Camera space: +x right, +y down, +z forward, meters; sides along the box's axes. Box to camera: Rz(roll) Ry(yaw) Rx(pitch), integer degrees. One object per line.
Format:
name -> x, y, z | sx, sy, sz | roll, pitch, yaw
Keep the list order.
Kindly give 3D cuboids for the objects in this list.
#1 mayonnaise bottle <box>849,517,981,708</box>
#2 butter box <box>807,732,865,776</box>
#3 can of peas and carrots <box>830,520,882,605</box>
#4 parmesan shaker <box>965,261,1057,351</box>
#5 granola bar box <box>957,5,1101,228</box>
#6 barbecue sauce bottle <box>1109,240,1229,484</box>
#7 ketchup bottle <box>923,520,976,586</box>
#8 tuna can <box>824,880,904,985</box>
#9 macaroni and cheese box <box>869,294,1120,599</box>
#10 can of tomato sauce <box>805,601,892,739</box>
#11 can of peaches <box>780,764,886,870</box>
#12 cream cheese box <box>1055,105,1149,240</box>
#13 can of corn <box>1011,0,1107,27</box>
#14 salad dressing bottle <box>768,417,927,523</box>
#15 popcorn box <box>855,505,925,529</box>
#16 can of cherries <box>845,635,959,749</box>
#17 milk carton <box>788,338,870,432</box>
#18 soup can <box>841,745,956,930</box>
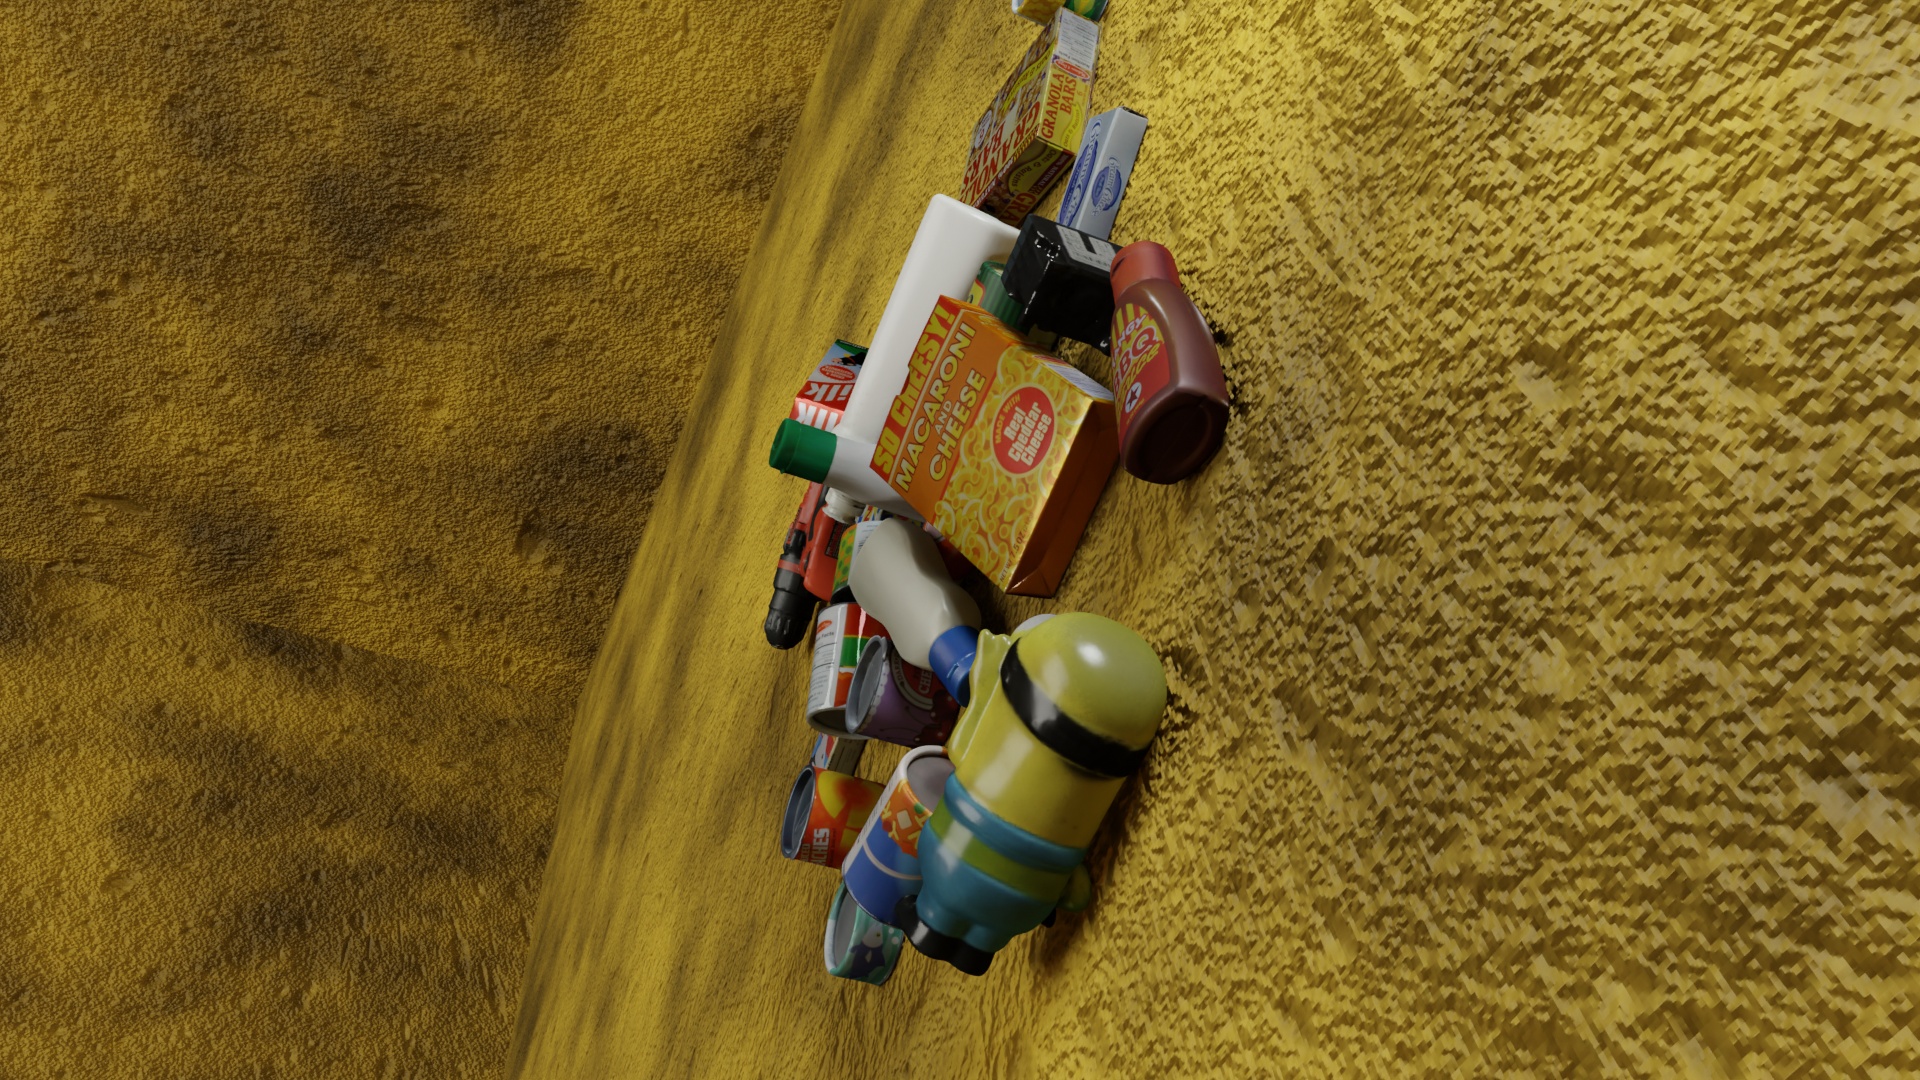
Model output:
mayonnaise bottle -> -0.020, 0.048, 0.872 | 0.064, 0.041, 0.148 | -59, 40, 17
butter box -> -0.091, 0.148, 1.087 | 0.053, 0.024, 0.103 | -125, 54, -68
can of peas and carrots -> -0.063, 0.028, 1.050 | 0.070, 0.071, 0.059 | 130, 153, -50
parmesan shaker -> 0.026, -0.129, 0.936 | 0.071, 0.071, 0.102 | -113, 44, -64
granola bar box -> 0.049, -0.313, 1.083 | 0.165, 0.039, 0.124 | 144, 141, -62
barbecue sauce bottle -> 0.101, -0.099, 0.712 | 0.149, 0.044, 0.064 | -91, 24, -46
ketchup bottle -> 0.003, -0.012, 0.925 | 0.148, 0.043, 0.065 | -60, 30, 35
tuna can -> -0.060, 0.246, 0.887 | 0.071, 0.033, 0.071 | -162, 89, -73
macaroni and cheese box -> 0.019, -0.060, 0.831 | 0.167, 0.040, 0.123 | 42, 115, 45
can of tomato sauce -> -0.074, 0.097, 1.018 | 0.071, 0.071, 0.083 | 134, 146, -55
can of peaches -> -0.088, 0.198, 0.975 | 0.071, 0.058, 0.071 | -161, 89, -72
cream cheese box -> 0.088, -0.229, 0.911 | 0.053, 0.024, 0.103 | -151, 79, -72
can of corn -> 0.080, -0.429, 1.070 | 0.071, 0.058, 0.071 | -162, 89, -72
salad dressing bottle -> -0.059, -0.046, 0.971 | 0.064, 0.148, 0.044 | 168, 118, -70
popcorn box -> -0.043, -0.066, 1.123 | 0.085, 0.038, 0.126 | -175, 101, -72
can of cherries -> -0.036, 0.100, 0.914 | 0.071, 0.058, 0.071 | -161, 89, -73
milk carton -> -0.102, -0.101, 1.189 | 0.191, 0.072, 0.073 | -73, 0, -62
soup can -> -0.019, 0.170, 0.787 | 0.072, 0.071, 0.083 | -100, 33, -56
